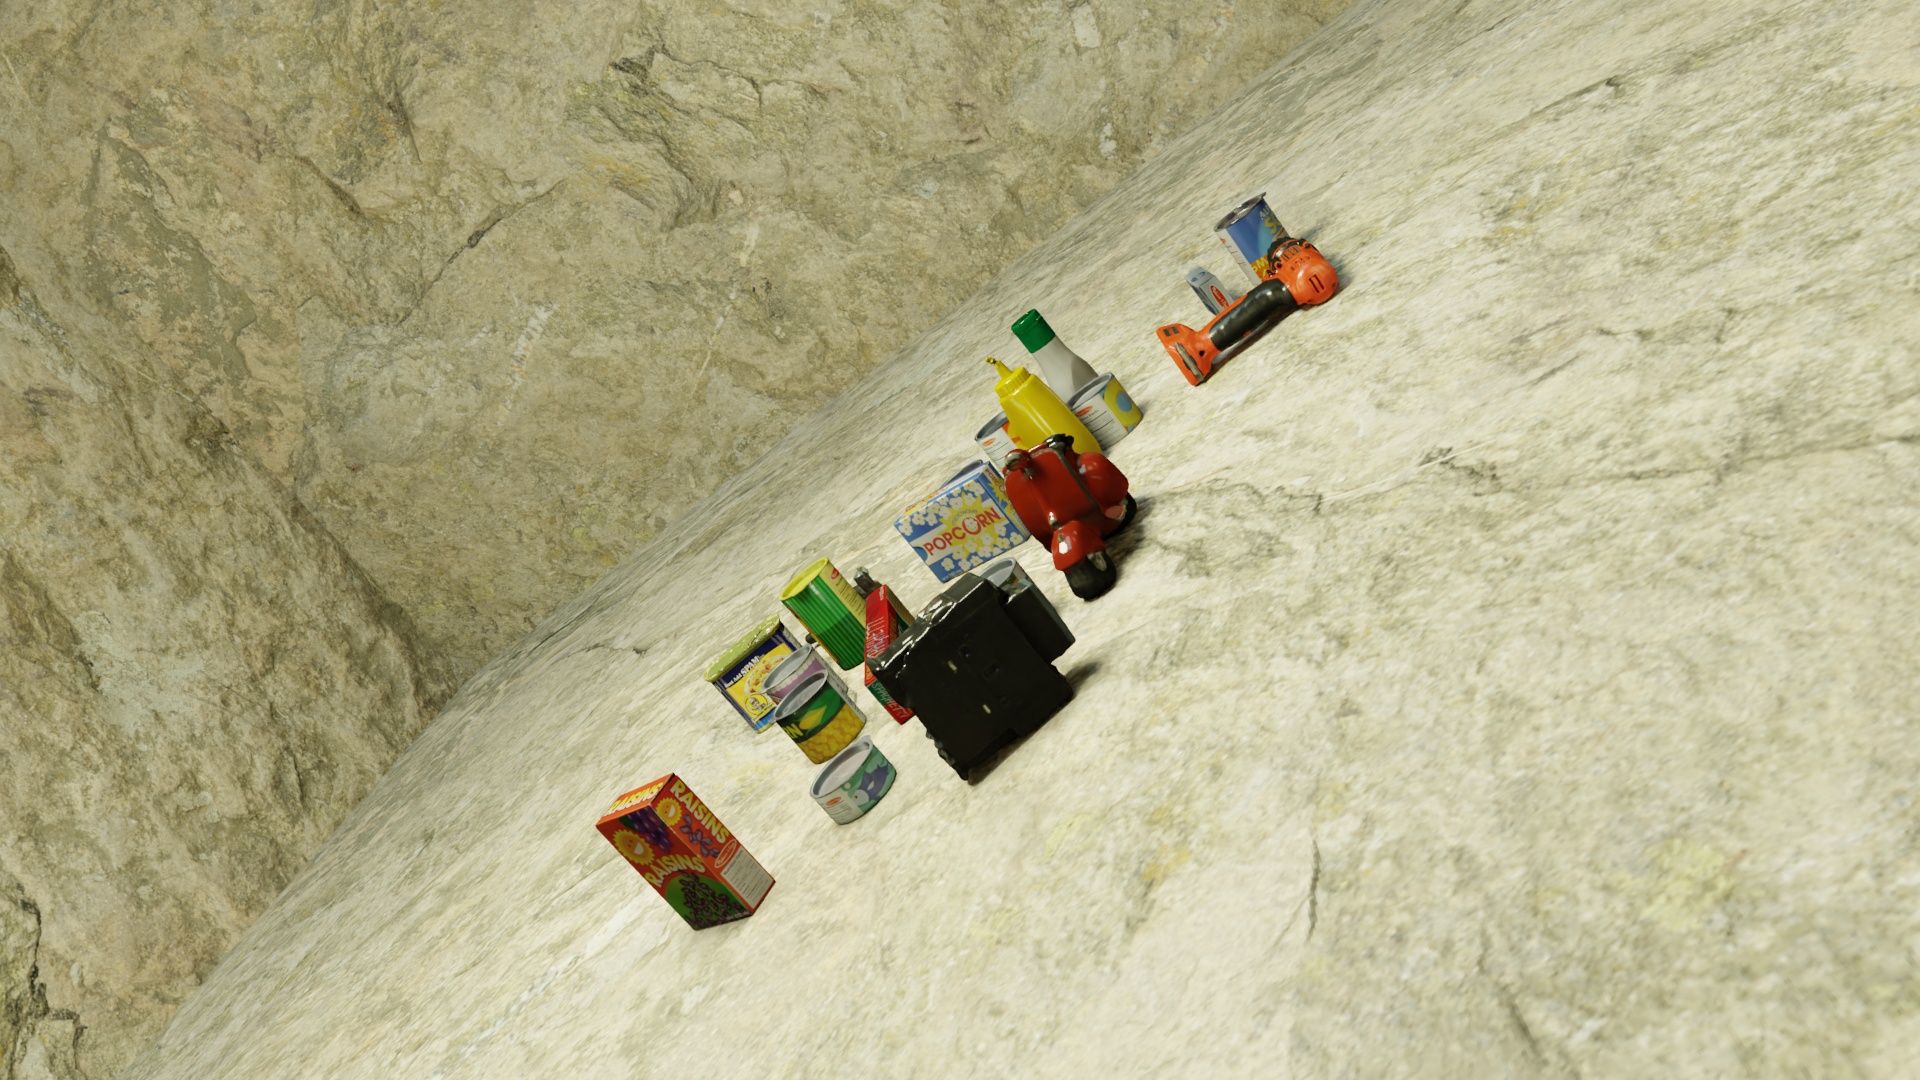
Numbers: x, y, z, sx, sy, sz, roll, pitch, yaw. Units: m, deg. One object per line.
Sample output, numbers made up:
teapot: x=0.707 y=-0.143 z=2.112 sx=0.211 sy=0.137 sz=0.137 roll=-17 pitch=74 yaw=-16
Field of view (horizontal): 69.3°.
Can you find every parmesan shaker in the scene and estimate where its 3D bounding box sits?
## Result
parmesan shaker: x=-0.131 y=0.078 z=1.445 sx=0.071 sy=0.103 sz=0.071 roll=-37 pitch=14 yaw=11

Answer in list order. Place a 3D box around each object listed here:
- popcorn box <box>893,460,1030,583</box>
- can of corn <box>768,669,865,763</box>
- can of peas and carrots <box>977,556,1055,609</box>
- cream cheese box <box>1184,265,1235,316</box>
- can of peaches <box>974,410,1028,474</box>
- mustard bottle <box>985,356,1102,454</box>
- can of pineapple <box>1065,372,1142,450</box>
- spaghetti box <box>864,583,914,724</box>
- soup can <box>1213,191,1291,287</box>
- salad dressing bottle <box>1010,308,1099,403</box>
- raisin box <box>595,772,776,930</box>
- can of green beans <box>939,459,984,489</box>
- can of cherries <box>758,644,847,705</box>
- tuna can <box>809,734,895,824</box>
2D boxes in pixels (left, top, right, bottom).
popcorn box: x=0.005 y=-0.018 z=1.435 sx=0.126 sy=0.085 sz=0.038 roll=-28 pitch=18 yaw=37
can of corn: x=-0.131 y=0.164 z=1.274 sx=0.071 sy=0.058 sz=0.071 roll=-37 pitch=14 yaw=11
can of peas and carrots: x=0.036 y=0.058 z=1.178 sx=0.071 sy=0.058 sz=0.071 roll=-37 pitch=14 yaw=11
cream cheese box: x=0.290 y=-0.285 z=1.604 sx=0.024 sy=0.053 sz=0.104 roll=-37 pitch=14 yaw=10
can of peaches: x=0.061 y=-0.121 z=1.666 sx=0.071 sy=0.058 sz=0.071 roll=-37 pitch=14 yaw=11
mustard bottle: x=0.081 y=-0.132 z=1.442 sx=0.049 sy=0.160 sz=0.065 roll=-47 pitch=16 yaw=-26
can of pineapple: x=0.154 y=-0.139 z=1.490 sx=0.071 sy=0.058 sz=0.071 roll=-37 pitch=14 yaw=11
spaghetti box: x=-0.065 y=0.102 z=1.313 sx=0.028 sy=0.050 sz=0.251 roll=-38 pitch=14 yaw=7
soup can: x=0.343 y=-0.344 z=1.592 sx=0.071 sy=0.083 sz=0.071 roll=-37 pitch=14 yaw=11
salad dressing bottle: x=0.115 y=-0.195 z=1.574 sx=0.044 sy=0.147 sz=0.064 roll=-26 pitch=19 yaw=43
raisin box: x=-0.218 y=0.248 z=1.102 sx=0.086 sy=0.123 sz=0.040 roll=-27 pitch=19 yaw=42
can of green beans: x=0.016 y=-0.048 z=1.556 sx=0.071 sy=0.057 sz=0.071 roll=-37 pitch=14 yaw=11
can of cherries: x=-0.157 y=0.148 z=1.386 sx=0.071 sy=0.058 sz=0.072 roll=-37 pitch=14 yaw=11
tuna can: x=-0.085 y=0.193 z=1.122 sx=0.071 sy=0.033 sz=0.071 roll=-36 pitch=14 yaw=11
